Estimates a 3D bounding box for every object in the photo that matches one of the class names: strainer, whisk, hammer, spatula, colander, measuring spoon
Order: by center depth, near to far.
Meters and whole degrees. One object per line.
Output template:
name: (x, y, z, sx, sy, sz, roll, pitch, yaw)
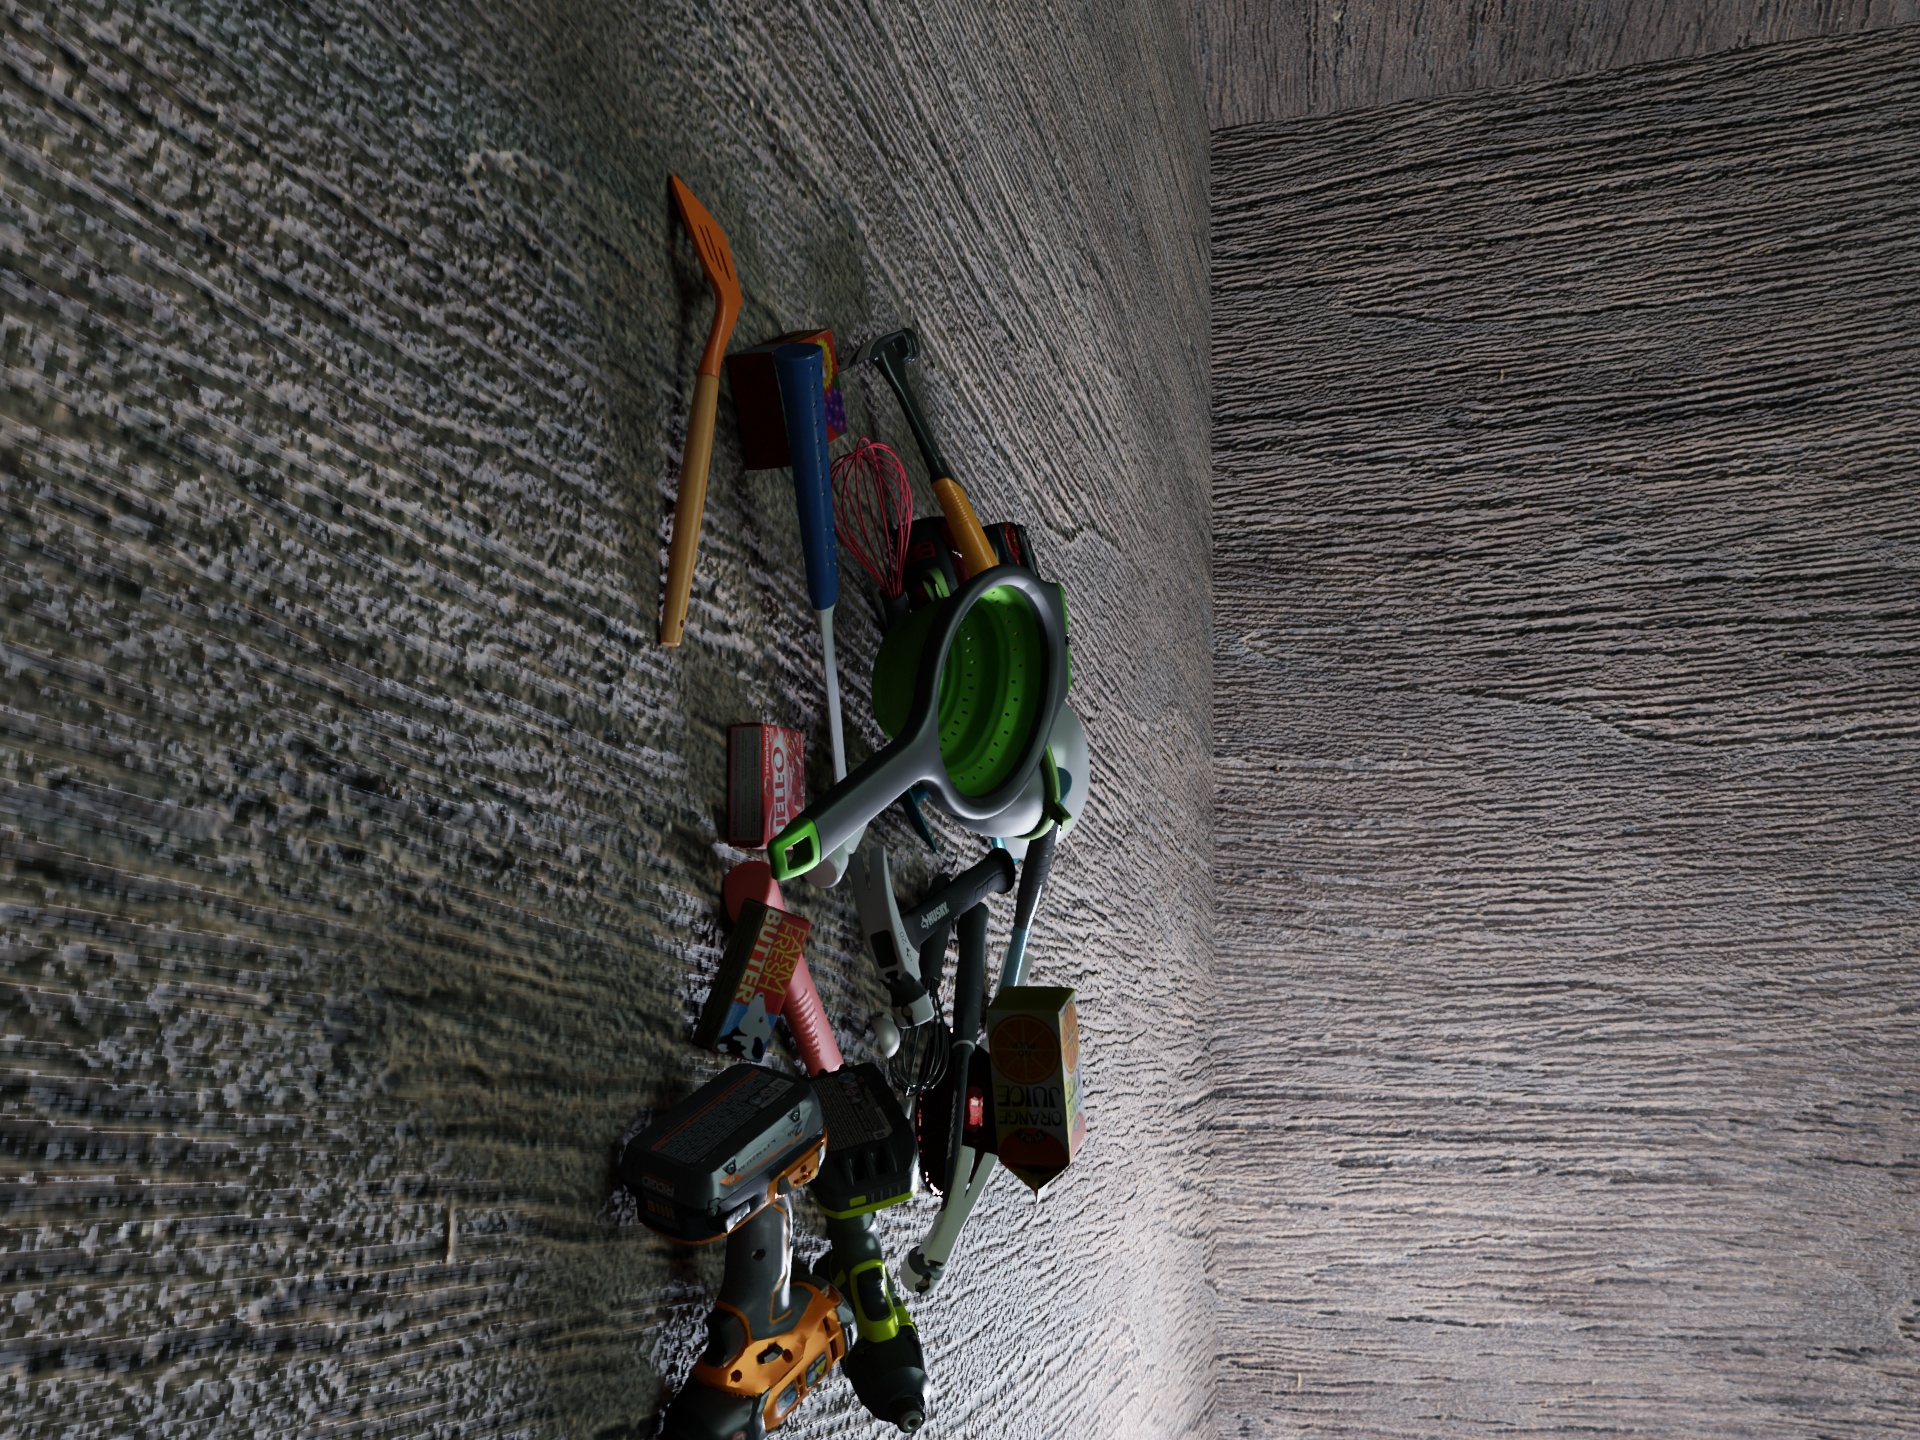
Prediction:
spatula: (-0.181, -0.206, 1.067, 0.081, 0.041, 0.323, 37, 57, -67)
hammer: (-0.101, -0.081, 1.198, 0.144, 0.035, 0.405, -63, 154, -59)
hammer: (-0.106, 0.240, 1.212, 0.149, 0.037, 0.358, -71, 153, -49)
colander: (-0.049, 0.006, 1.216, 0.397, 0.094, 0.204, -39, 131, -48)
measuring spoon: (-0.058, 0.258, 1.341, 0.124, 0.018, 0.034, 63, 2, -87)
whisk: (-0.063, -0.125, 1.377, 0.295, 0.073, 0.073, 78, 19, -49)
strainer: (-0.002, -0.004, 1.392, 0.069, 0.151, 0.256, -24, 97, -31)
hammer: (-0.004, -0.187, 1.427, 0.336, 0.034, 0.127, 64, 26, -11)
hammer: (0.002, 0.303, 1.429, 0.409, 0.036, 0.149, -83, -166, -57)
whisk: (-0.030, 0.236, 1.447, 0.055, 0.055, 0.239, 70, 20, -44)
hammer: (-0.012, 0.161, 1.448, 0.146, 0.035, 0.335, 71, 20, -1)
spatula: (-0.014, 0.056, 1.519, 0.082, 0.044, 0.317, 65, 18, -3)
hammer: (0.066, 0.192, 1.600, 0.128, 0.033, 0.330, -65, 168, -57)
strainer: (0.087, -0.005, 1.724, 0.211, 0.095, 0.340, -60, 148, -65)

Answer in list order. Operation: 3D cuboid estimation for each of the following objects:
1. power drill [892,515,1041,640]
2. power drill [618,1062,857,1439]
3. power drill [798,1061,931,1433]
power drill: (0.015, -0.106, 1.541, 0.226, 0.080, 0.188, -22, 96, -69)
power drill: (-0.143, 0.350, 0.990, 0.164, 0.084, 0.226, -31, 122, -49)
power drill: (-0.068, 0.374, 1.127, 0.171, 0.080, 0.223, -138, -141, -63)
